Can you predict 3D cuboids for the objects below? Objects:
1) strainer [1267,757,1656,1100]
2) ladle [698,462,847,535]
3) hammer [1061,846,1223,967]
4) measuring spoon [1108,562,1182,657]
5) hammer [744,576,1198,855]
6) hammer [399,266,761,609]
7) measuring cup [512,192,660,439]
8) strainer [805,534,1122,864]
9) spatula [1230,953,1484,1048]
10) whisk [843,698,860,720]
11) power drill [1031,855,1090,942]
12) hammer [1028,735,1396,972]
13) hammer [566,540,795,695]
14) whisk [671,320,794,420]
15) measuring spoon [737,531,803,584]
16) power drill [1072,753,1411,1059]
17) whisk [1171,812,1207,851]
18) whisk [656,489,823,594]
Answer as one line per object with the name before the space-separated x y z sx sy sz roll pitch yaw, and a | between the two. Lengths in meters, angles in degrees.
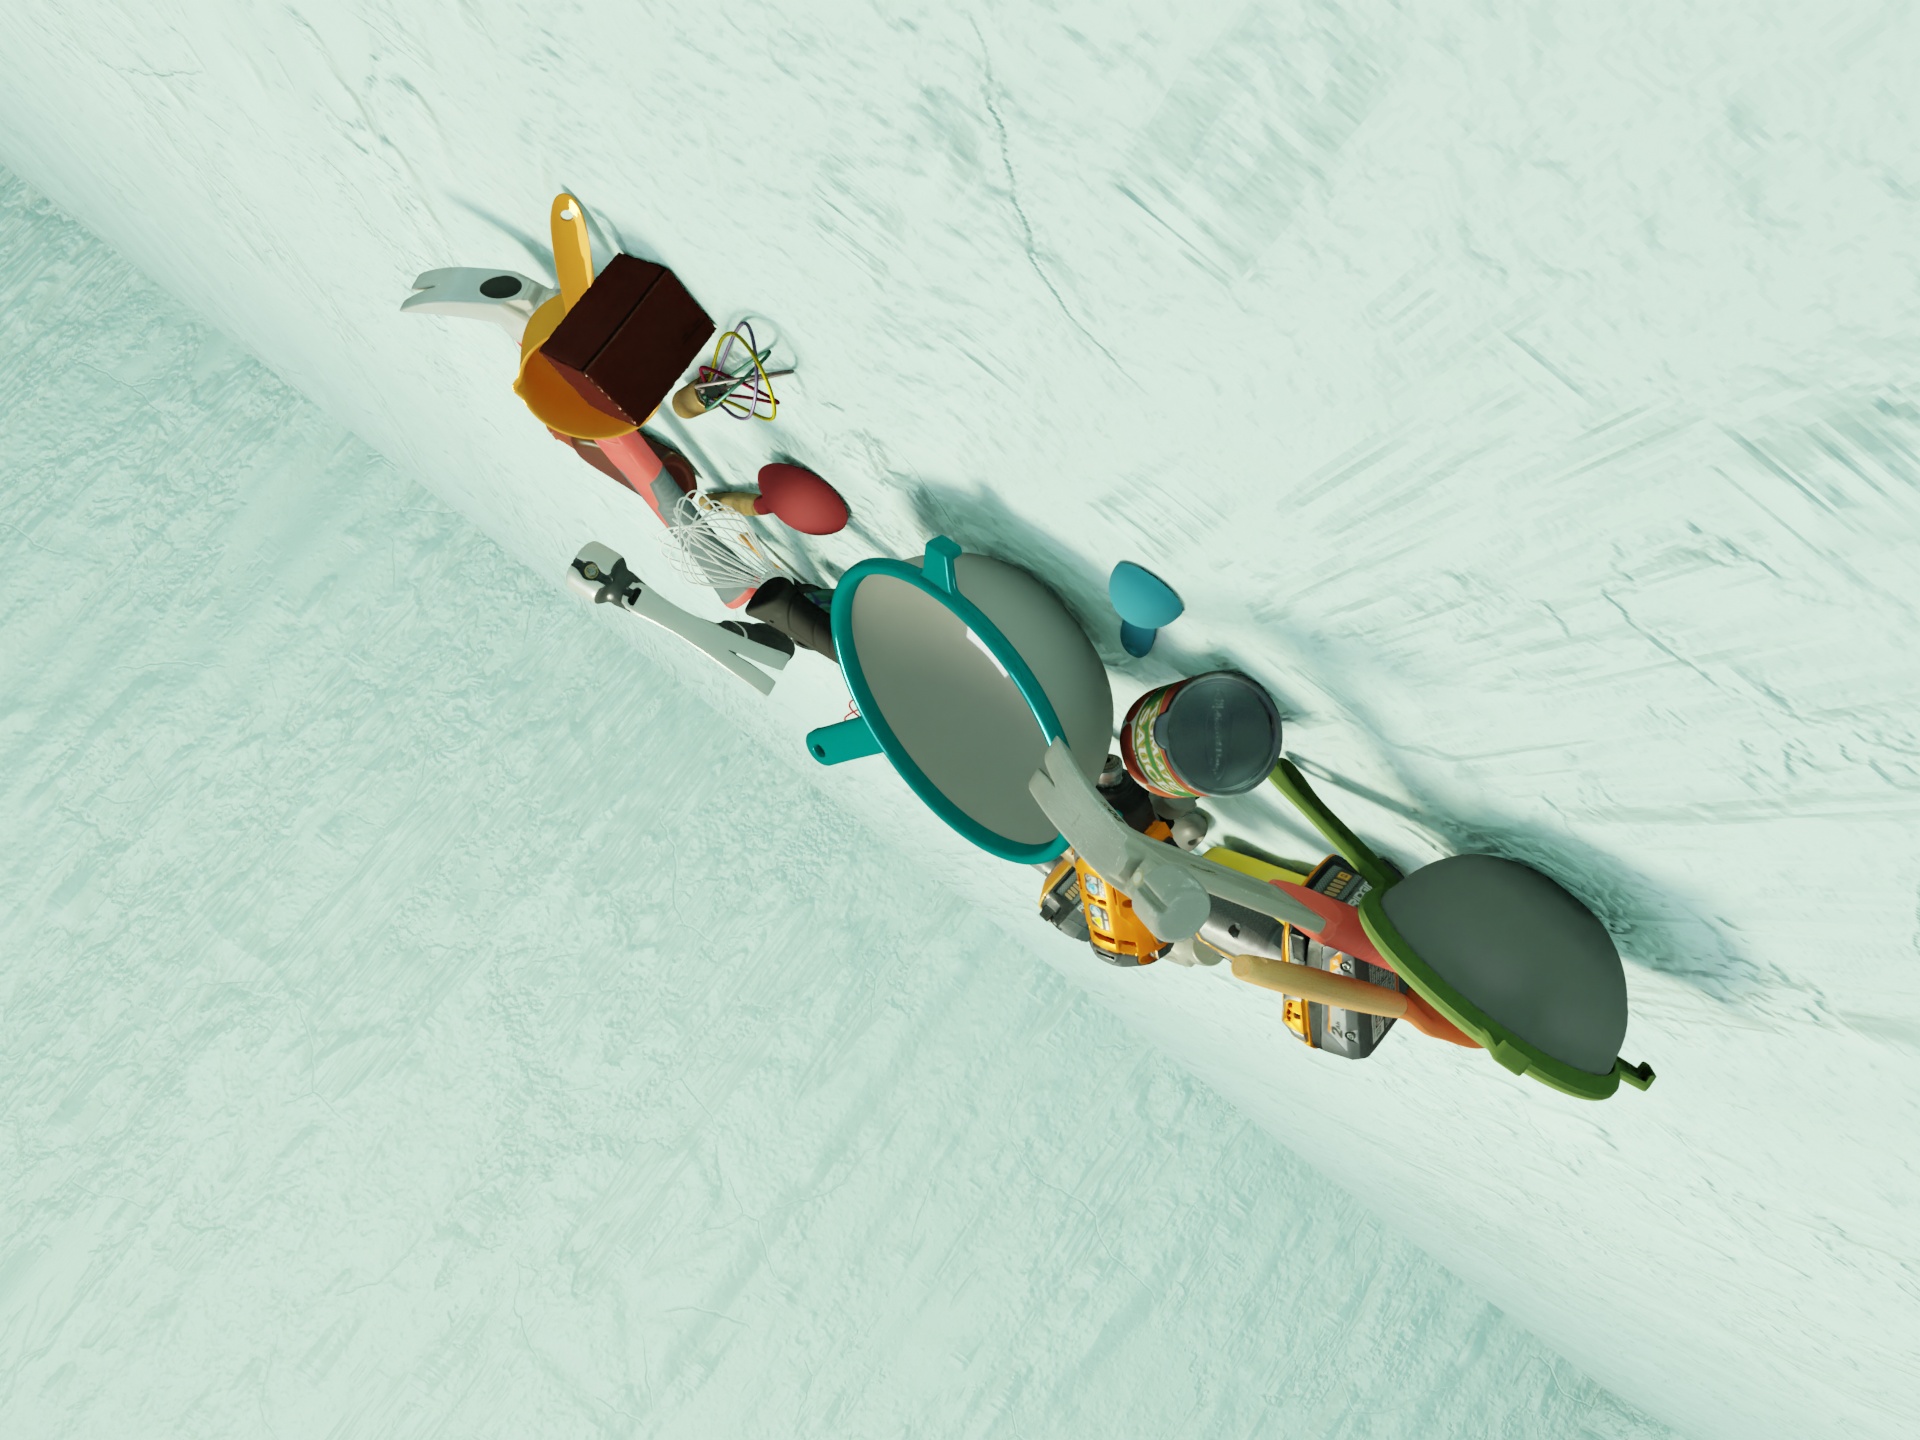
strainer | 0.253 0.082 0.823 0.151 0.069 0.257 17 -155 -42
ladle | -0.156 -0.164 1.197 0.069 0.031 0.315 42 171 -22
hammer | 0.068 0.082 1.277 0.331 0.031 0.130 43 165 -7
measuring spoon | 0.093 -0.049 0.856 0.042 0.021 0.128 35 169 10
hammer | -0.002 -0.004 1.127 0.334 0.035 0.146 30 153 -6
hammer | -0.255 -0.195 1.186 0.143 0.038 0.385 11 158 22
measuring cup | -0.226 -0.251 0.956 0.173 0.095 0.052 95 168 -50
strainer | -0.005 -0.017 1.018 0.211 0.095 0.340 58 155 -8
spatula | 0.241 0.151 0.899 0.322 0.041 0.081 21 -162 -49
whisk | -0.058 -0.020 1.430 0.073 0.073 0.296 37 165 -2
power drill | 0.049 0.101 1.475 0.226 0.084 0.185 42 180 16
hammer | 0.202 0.107 0.855 0.358 0.036 0.149 22 -163 -31
hammer | -0.172 -0.065 1.210 0.149 0.036 0.409 30 -178 3
whisk | -0.146 -0.197 0.960 0.047 0.051 0.245 34 175 -19
measuring spoon | -0.149 -0.129 1.388 0.116 0.011 0.021 39 170 -32
power drill | 0.169 0.111 1.022 0.227 0.084 0.164 18 135 38
whisk | 0.159 0.102 1.273 0.055 0.055 0.239 36 166 3
whisk | -0.158 -0.115 1.258 0.070 0.070 0.284 34 -178 19
